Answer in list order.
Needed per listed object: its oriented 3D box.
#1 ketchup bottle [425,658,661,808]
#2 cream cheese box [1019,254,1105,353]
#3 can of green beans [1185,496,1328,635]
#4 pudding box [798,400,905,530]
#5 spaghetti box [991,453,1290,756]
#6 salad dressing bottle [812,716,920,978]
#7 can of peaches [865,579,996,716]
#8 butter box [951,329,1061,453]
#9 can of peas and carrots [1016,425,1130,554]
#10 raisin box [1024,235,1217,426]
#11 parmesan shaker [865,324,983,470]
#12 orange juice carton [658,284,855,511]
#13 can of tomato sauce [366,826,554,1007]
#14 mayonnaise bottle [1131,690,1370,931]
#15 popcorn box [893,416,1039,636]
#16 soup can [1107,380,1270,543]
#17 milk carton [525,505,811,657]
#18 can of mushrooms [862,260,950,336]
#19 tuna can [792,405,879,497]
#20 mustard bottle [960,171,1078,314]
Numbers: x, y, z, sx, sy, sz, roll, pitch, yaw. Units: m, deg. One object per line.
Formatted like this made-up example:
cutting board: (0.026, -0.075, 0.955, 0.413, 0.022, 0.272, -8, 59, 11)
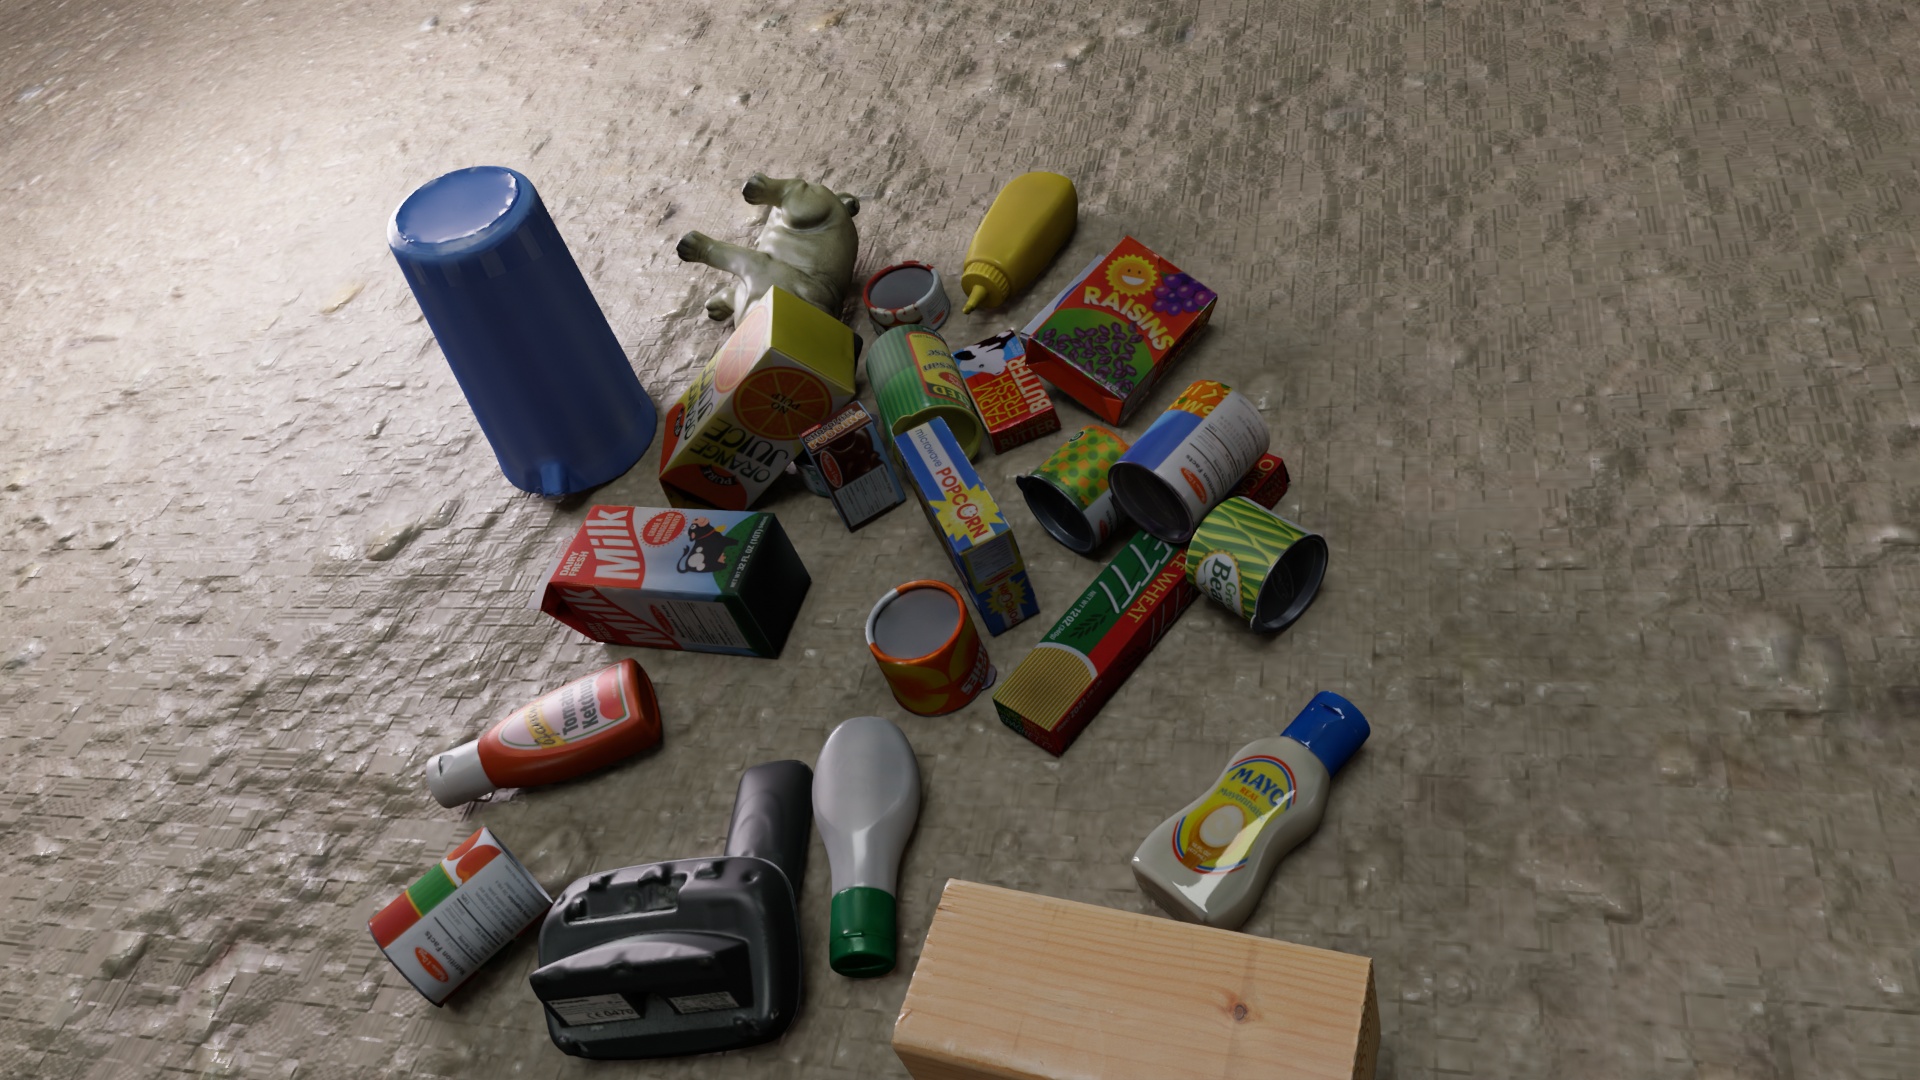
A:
ketchup bottle: (-0.273, 0.132, 0.912, 0.149, 0.043, 0.065, -23, 46, 0)
cream cheese box: (0.099, -0.176, 1.069, 0.053, 0.024, 0.104, 27, 63, 36)
can of green beans: (0.179, 0.014, 0.842, 0.071, 0.071, 0.058, -41, 49, -18)
pudding box: (-0.075, -0.052, 0.979, 0.050, 0.083, 0.030, -30, 46, -8)
spaghetti box: (0.118, 0.028, 0.876, 0.050, 0.028, 0.251, 27, 63, 36)
salad dressing bottle: (-0.055, 0.174, 0.797, 0.064, 0.043, 0.148, -9, 48, 9)
can of peaches: (-0.018, 0.067, 0.870, 0.071, 0.057, 0.071, -10, 47, 11)
butter box: (0.033, -0.112, 1.036, 0.053, 0.024, 0.104, -23, 46, 0)
can of peas and carrots: (0.082, -0.036, 0.919, 0.059, 0.070, 0.071, -41, 49, -19)
raisin box: (0.117, -0.155, 1.014, 0.086, 0.040, 0.124, 36, 66, 15)
parmesan shaker: (-0.030, -0.105, 1.019, 0.071, 0.071, 0.103, -21, 46, 1)
orange juice carton: (-0.160, -0.087, 1.015, 0.192, 0.073, 0.072, -42, 36, 33)
can of tomato sauce: (-0.296, 0.221, 0.825, 0.083, 0.071, 0.071, -41, 49, -19)
mayonnaise bottle: (0.161, 0.143, 0.748, 0.148, 0.041, 0.065, -43, 48, -18)
popcorn box: (0.003, -0.011, 0.914, 0.038, 0.084, 0.127, -25, 46, -4)
soup can: (0.142, -0.050, 0.872, 0.071, 0.071, 0.084, 27, 62, 36)
milk carton: (-0.210, 0.026, 0.964, 0.190, 0.073, 0.073, 2, 51, 22)
can of mushrooms: (-0.046, -0.196, 1.133, 0.071, 0.033, 0.071, -10, 48, 11)
tuna can: (-0.089, -0.067, 1.033, 0.071, 0.032, 0.071, -10, 47, 11)
mustard bottle: (0.039, -0.235, 1.127, 0.065, 0.048, 0.161, 15, 57, 30)
